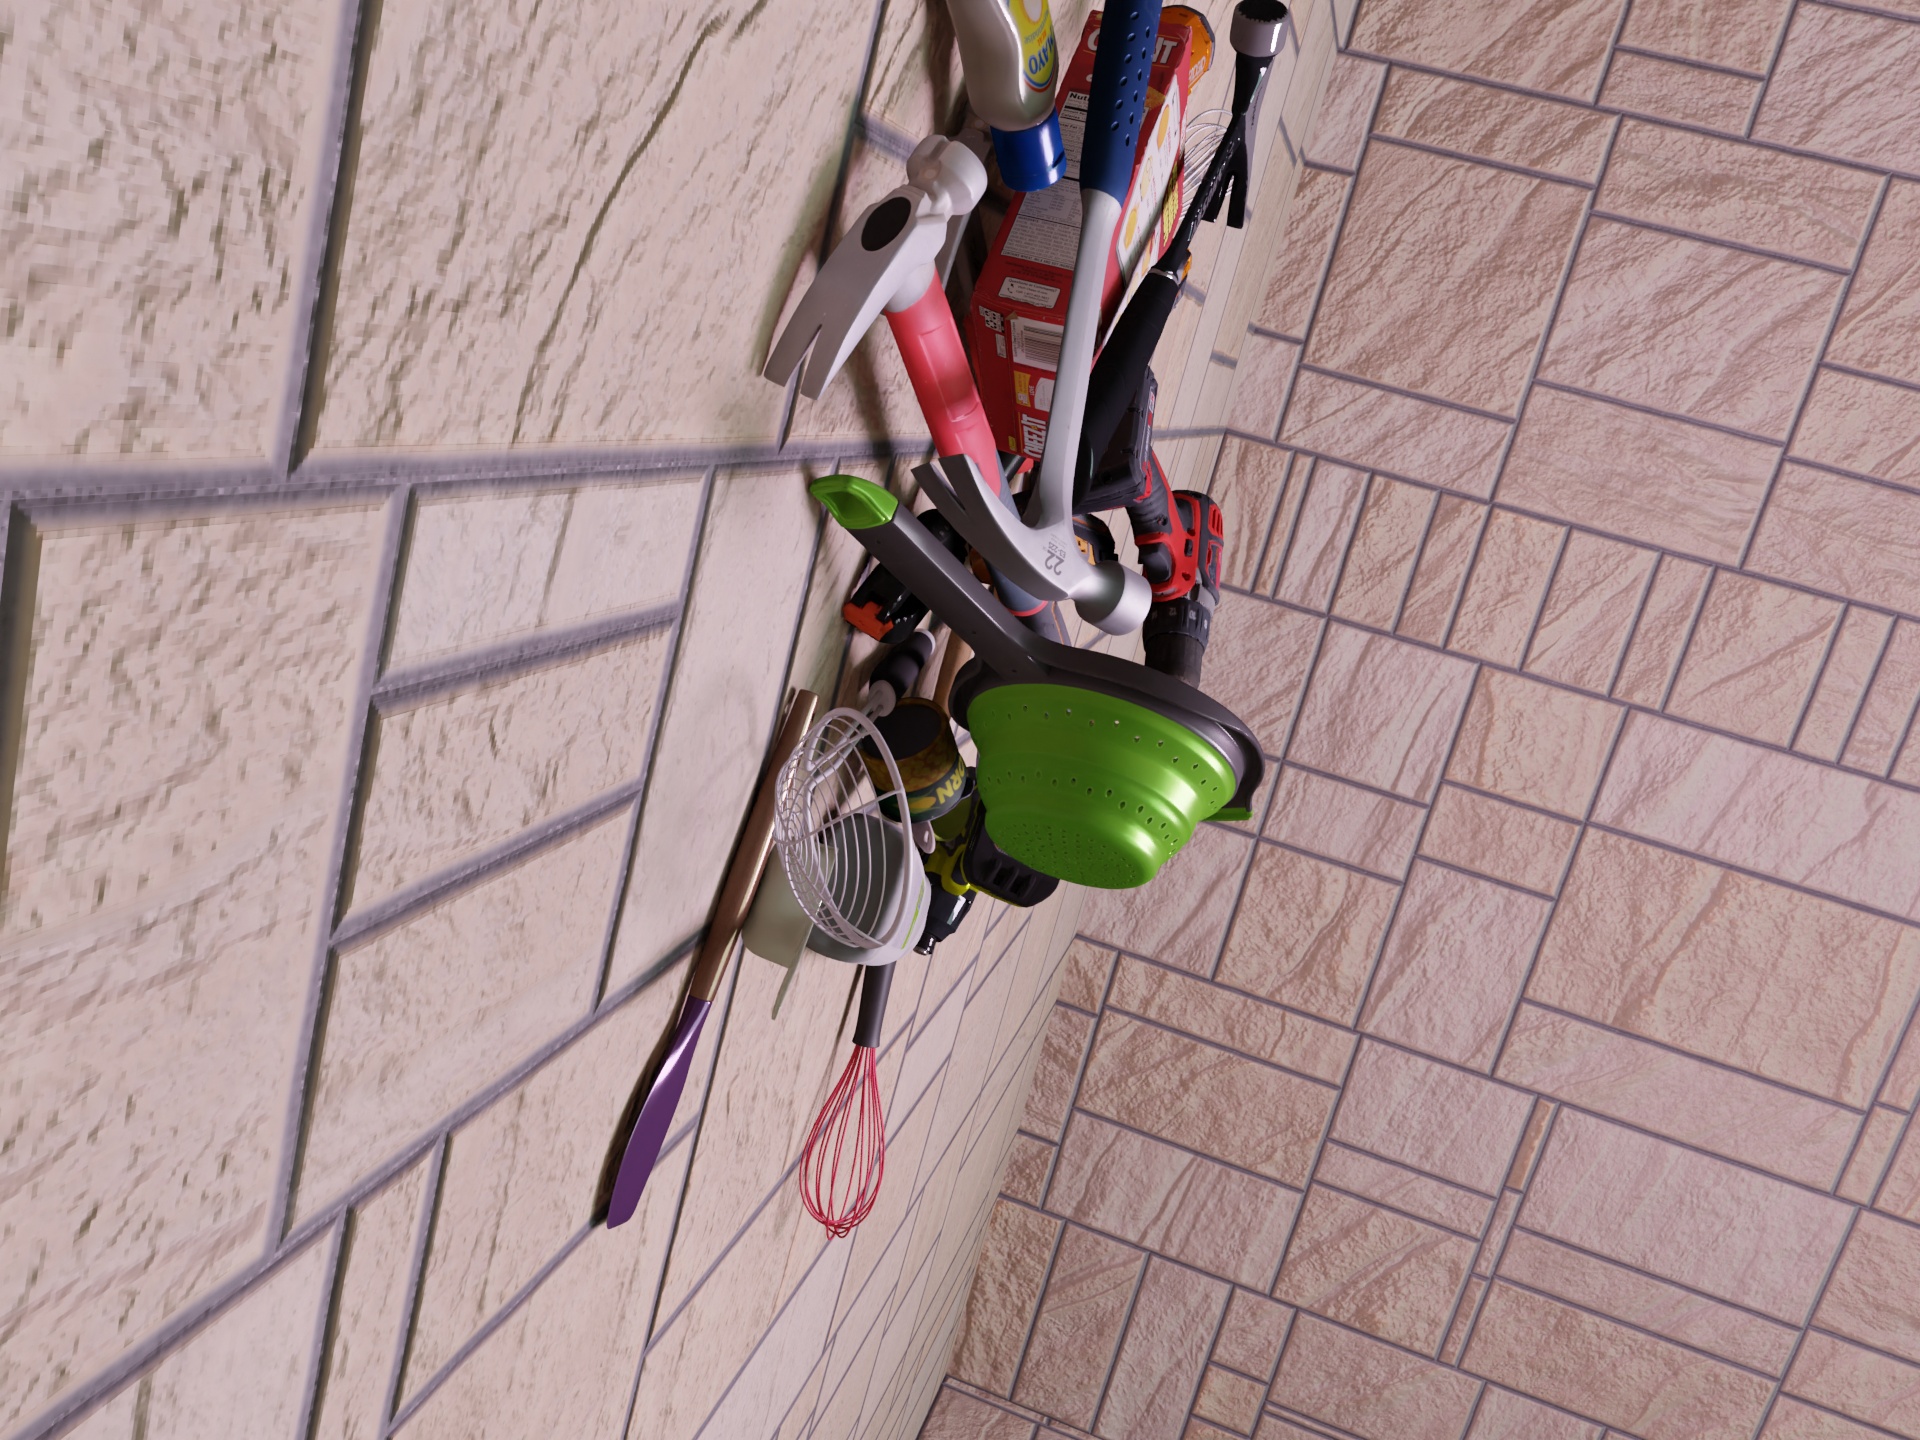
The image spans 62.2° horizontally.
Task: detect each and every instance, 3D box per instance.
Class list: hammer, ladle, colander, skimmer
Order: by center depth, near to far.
[{"bbox_3d":[0.066,-0.255,0.800,0.144,0.035,0.406,25,68,-41],"label":"hammer"},{"bbox_3d":[-0.005,-0.142,0.894,0.143,0.038,0.386,-57,158,-13],"label":"hammer"},{"bbox_3d":[0.033,0.003,0.939,0.396,0.204,0.094,41,59,-41],"label":"colander"},{"bbox_3d":[0.123,-0.268,0.948,0.149,0.036,0.409,92,19,-51],"label":"hammer"},{"bbox_3d":[-0.034,0.012,0.954,0.363,0.090,0.127,-61,158,-67],"label":"skimmer"},{"bbox_3d":[0.016,-0.237,1.023,0.358,0.037,0.149,65,44,-73],"label":"hammer"},{"bbox_3d":[-0.002,-0.004,1.126,0.320,0.062,0.078,107,-1,-61],"label":"ladle"}]

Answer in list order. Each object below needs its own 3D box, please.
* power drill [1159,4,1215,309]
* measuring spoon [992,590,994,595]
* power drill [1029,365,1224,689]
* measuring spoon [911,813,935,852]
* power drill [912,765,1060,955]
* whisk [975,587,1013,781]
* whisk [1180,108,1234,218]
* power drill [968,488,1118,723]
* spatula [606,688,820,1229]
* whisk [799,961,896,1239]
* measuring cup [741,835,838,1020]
[{"bbox_3d":[0.134,-0.412,1.221,0.164,0.084,0.226,-56,157,-47],"label":"power drill"},{"bbox_3d":[0.021,-0.066,1.379,0.128,0.021,0.042,-67,173,26],"label":"measuring spoon"},{"bbox_3d":[0.134,-0.132,1.178,0.226,0.080,0.188,48,43,-48],"label":"power drill"},{"bbox_3d":[-0.032,0.055,1.119,0.124,0.018,0.034,-118,-138,-53],"label":"measuring spoon"},{"bbox_3d":[0.021,0.107,1.334,0.171,0.080,0.223,-69,-168,-21],"label":"power drill"},{"bbox_3d":[0.038,-0.050,1.248,0.047,0.051,0.245,76,15,-63],"label":"whisk"},{"bbox_3d":[0.121,-0.351,1.140,0.246,0.059,0.058,-44,-162,-11],"label":"whisk"},{"bbox_3d":[0.084,-0.043,1.211,0.185,0.084,0.226,17,63,-56],"label":"power drill"},{"bbox_3d":[-0.138,0.131,0.894,0.059,0.018,0.316,53,56,-77],"label":"spatula"},{"bbox_3d":[-0.082,0.287,1.322,0.073,0.073,0.296,-2,102,-78],"label":"whisk"},{"bbox_3d":[-0.105,0.119,0.895,0.168,0.038,0.083,-82,-166,-71],"label":"measuring cup"}]
